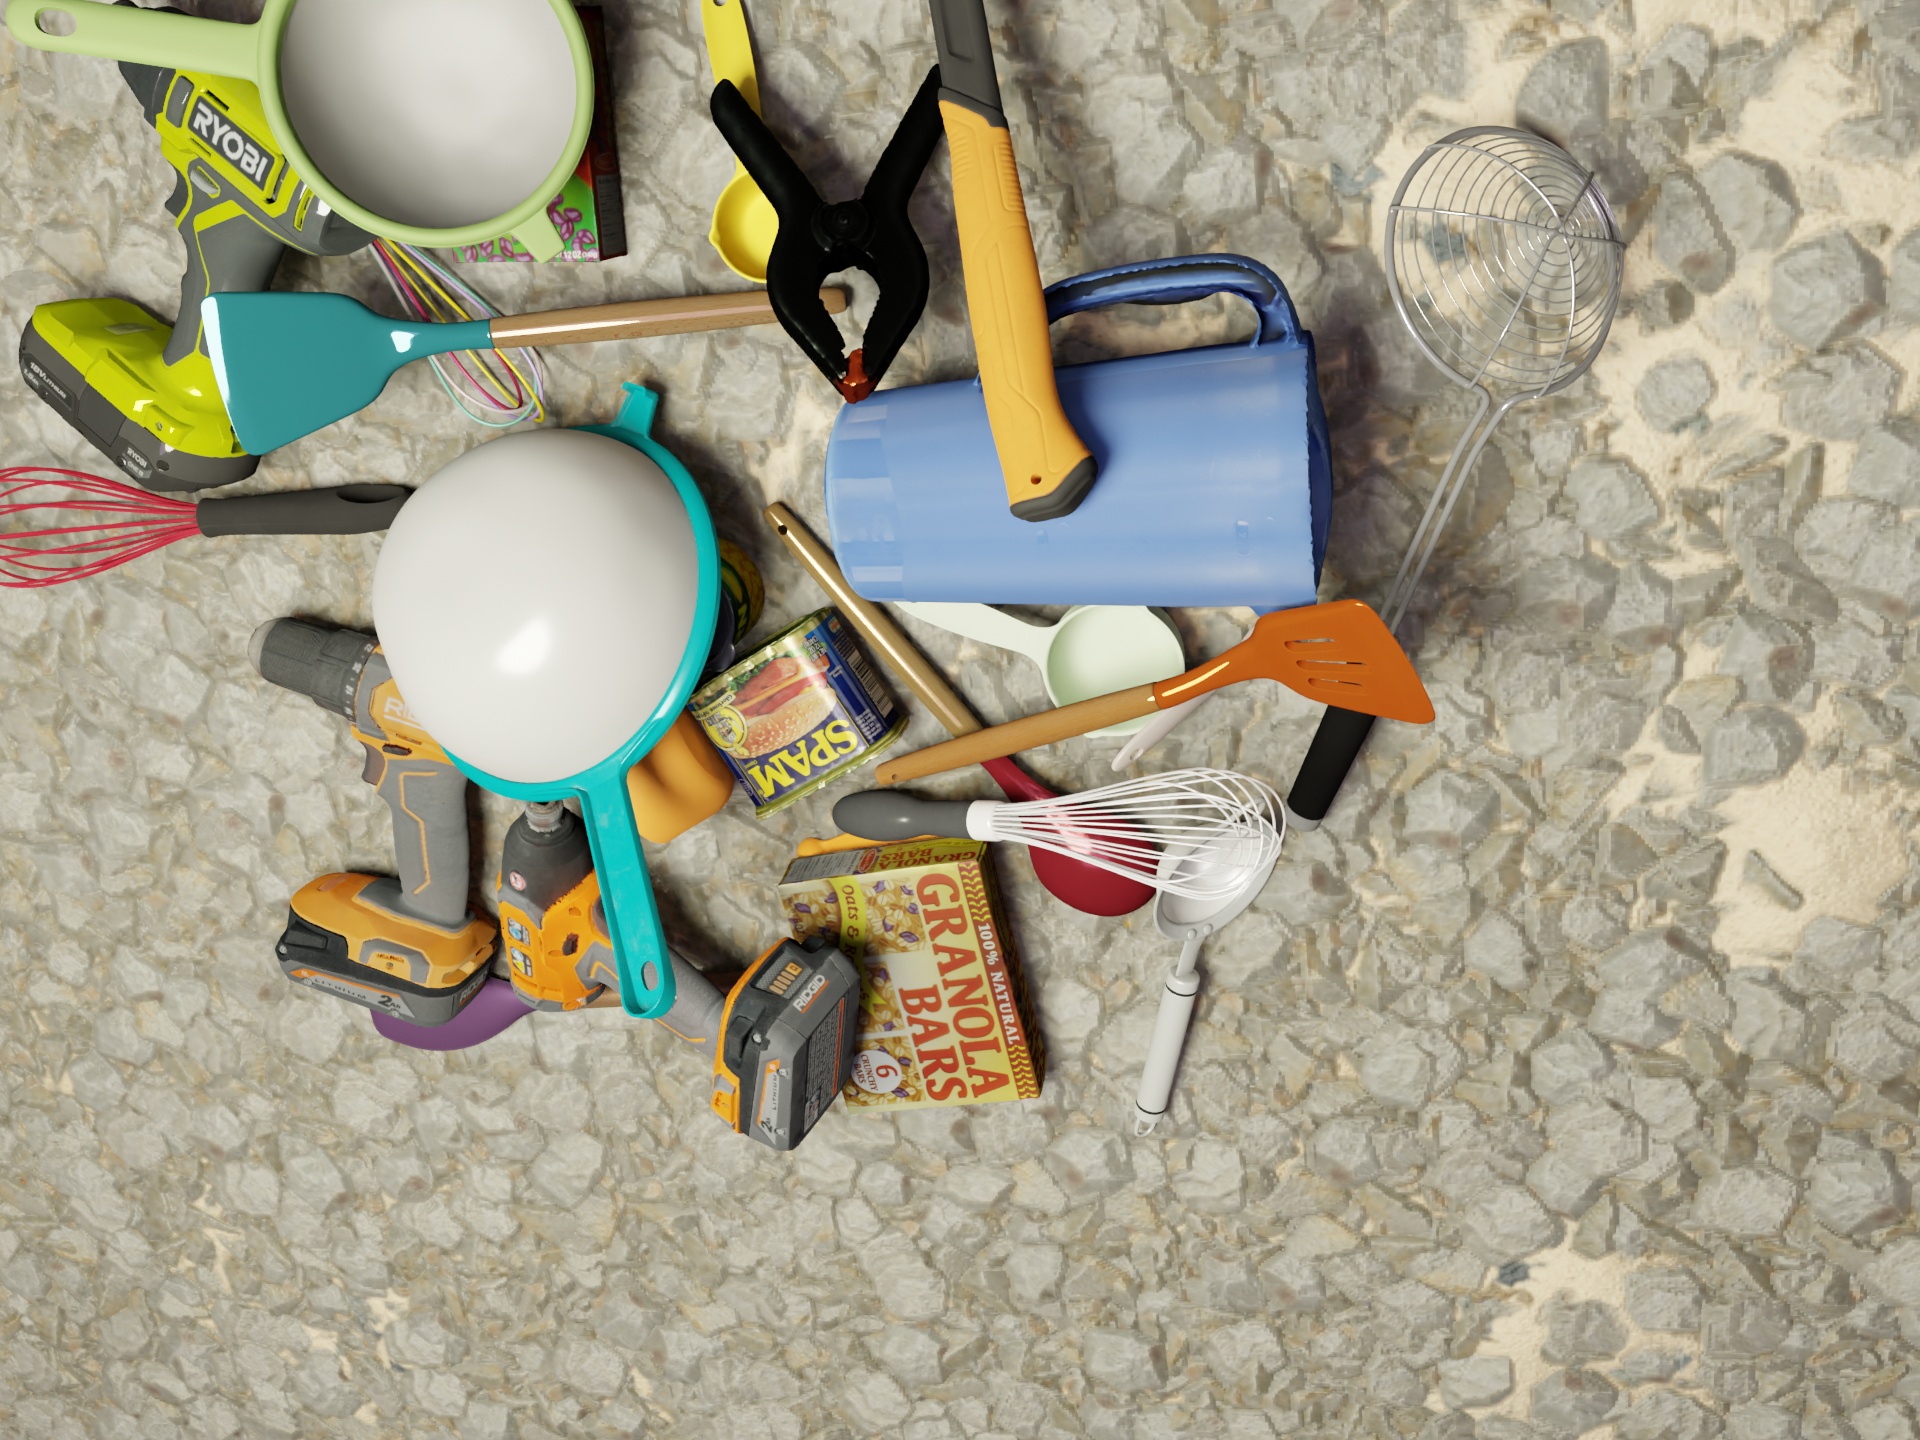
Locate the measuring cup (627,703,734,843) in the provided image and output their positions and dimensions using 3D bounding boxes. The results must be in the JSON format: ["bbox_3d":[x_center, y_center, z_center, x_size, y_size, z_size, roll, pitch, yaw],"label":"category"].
[{"bbox_3d":[-0.186,-0.018,0.914,0.052,0.095,0.174,-27,84,12],"label":"measuring cup"}]

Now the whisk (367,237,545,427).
[{"bbox_3d":[-0.311,-0.254,0.863,0.051,0.047,0.245,-41,94,10],"label":"whisk"}]

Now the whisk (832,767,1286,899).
[{"bbox_3d":[0.043,0.055,0.862,0.285,0.070,0.070,1,112,35],"label":"whisk"}]

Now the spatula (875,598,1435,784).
[{"bbox_3d":[0.080,-0.001,0.820,0.322,0.041,0.081,-17,126,34],"label":"spatula"}]

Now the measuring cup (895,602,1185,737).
[{"bbox_3d":[0.043,-0.048,0.869,0.167,0.038,0.083,20,113,6],"label":"measuring cup"}]

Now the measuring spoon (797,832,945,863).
[{"bbox_3d":[-0.045,0.070,0.944,0.117,0.011,0.021,-14,107,16],"label":"measuring spoon"}]

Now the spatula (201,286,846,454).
[{"bbox_3d":[-0.216,-0.198,0.821,0.317,0.044,0.082,-7,115,-3],"label":"spatula"}]

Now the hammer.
[{"bbox_3d":[0.002,-0.255,0.733,0.127,0.034,0.337,-12,85,16],"label":"hammer"}]

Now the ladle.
[{"bbox_3d":[-0.001,-0.003,0.901,0.069,0.031,0.315,-39,97,25],"label":"ladle"}]

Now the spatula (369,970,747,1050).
[{"bbox_3d":[-0.243,0.179,1.023,0.316,0.018,0.059,-7,105,15],"label":"spatula"}]

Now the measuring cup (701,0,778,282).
[{"bbox_3d":[-0.106,-0.302,0.815,0.062,0.029,0.156,-10,96,11],"label":"measuring cup"}]

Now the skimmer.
[{"bbox_3d":[0.224,-0.107,0.808,0.127,0.090,0.363,3,126,-18],"label":"skimmer"}]

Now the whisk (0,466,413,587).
[{"bbox_3d":[-0.461,-0.119,0.935,0.296,0.073,0.073,-2,110,7],"label":"whisk"}]

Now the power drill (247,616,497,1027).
[{"bbox_3d":[-0.355,0.054,0.968,0.185,0.084,0.226,18,109,5],"label":"power drill"}]

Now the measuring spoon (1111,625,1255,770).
[{"bbox_3d":[0.132,-0.010,0.845,0.124,0.034,0.018,-40,59,-1],"label":"measuring spoon"}]

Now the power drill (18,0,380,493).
[{"bbox_3d":[-0.411,-0.250,0.847,0.171,0.080,0.223,40,118,5],"label":"power drill"}]

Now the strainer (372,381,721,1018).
[{"bbox_3d":[-0.217,-0.012,0.808,0.211,0.095,0.341,-28,66,20],"label":"strainer"}]

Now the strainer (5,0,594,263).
[{"bbox_3d":[-0.303,-0.307,0.755,0.256,0.069,0.151,5,100,-9],"label":"strainer"}]

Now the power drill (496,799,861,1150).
[{"bbox_3d":[-0.172,0.137,0.918,0.226,0.084,0.164,25,136,18],"label":"power drill"}]

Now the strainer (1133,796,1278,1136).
[{"bbox_3d":[0.128,0.143,0.922,0.087,0.050,0.258,-9,123,-32],"label":"strainer"}]
